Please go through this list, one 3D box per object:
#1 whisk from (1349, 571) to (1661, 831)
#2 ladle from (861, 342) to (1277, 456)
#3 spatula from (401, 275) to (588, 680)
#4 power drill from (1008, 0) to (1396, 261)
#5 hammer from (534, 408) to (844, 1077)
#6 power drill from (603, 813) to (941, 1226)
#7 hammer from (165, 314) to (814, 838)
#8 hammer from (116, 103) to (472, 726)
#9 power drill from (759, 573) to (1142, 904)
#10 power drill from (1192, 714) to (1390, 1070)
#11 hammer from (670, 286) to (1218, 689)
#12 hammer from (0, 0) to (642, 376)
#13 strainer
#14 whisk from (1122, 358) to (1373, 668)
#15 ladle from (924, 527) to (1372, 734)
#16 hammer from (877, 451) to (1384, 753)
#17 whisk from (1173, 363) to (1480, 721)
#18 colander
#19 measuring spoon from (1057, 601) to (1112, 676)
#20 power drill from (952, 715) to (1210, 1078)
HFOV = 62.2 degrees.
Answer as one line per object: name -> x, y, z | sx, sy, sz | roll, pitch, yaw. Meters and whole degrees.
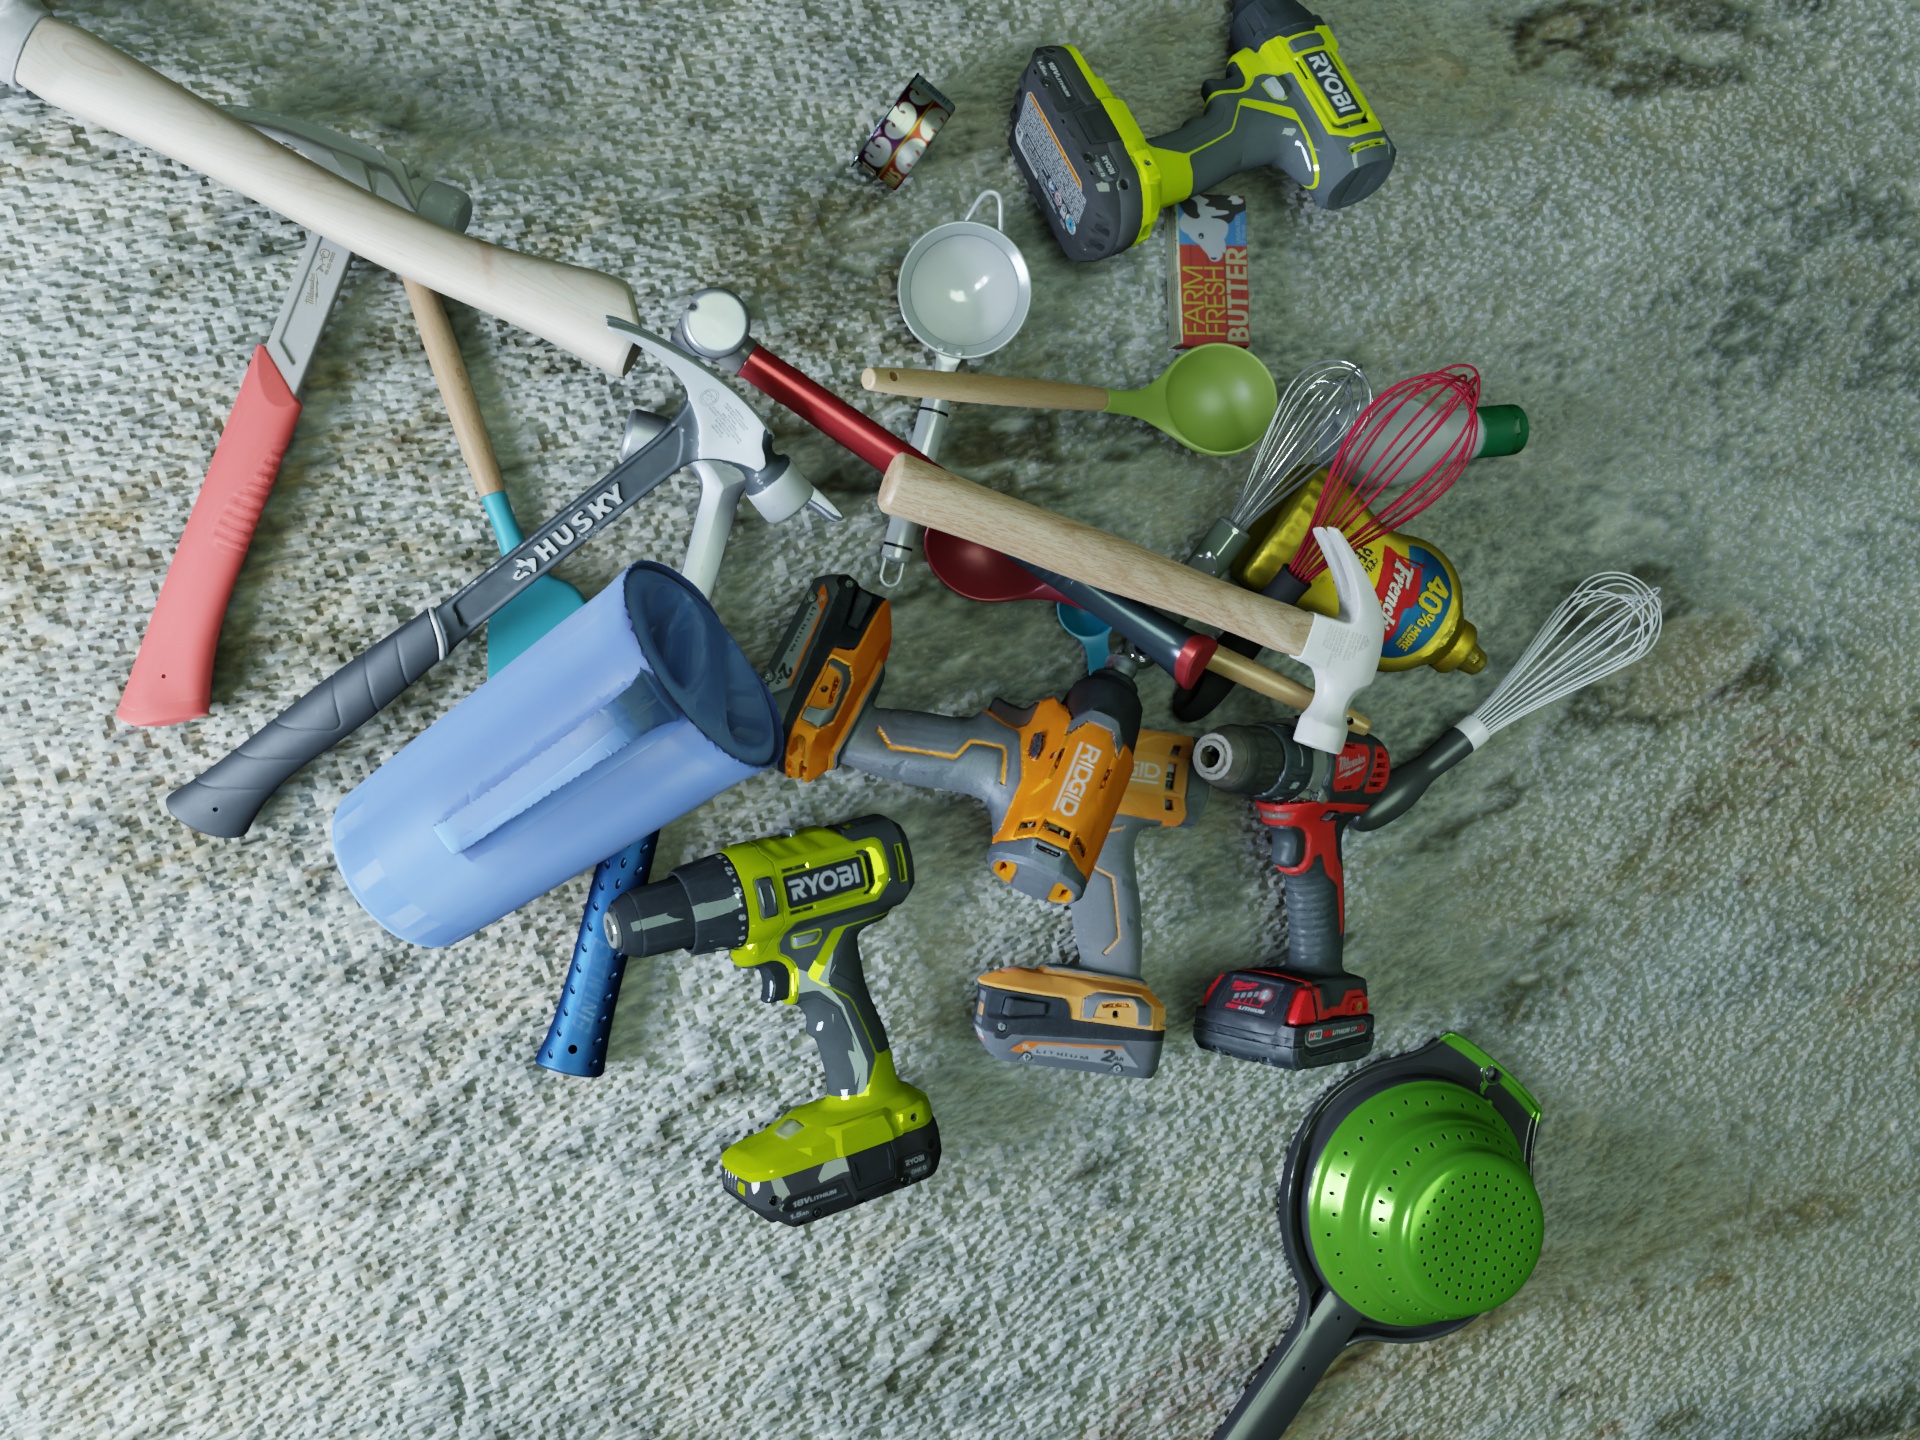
whisk -> 0.389, -0.010, 1.137 | 0.284, 0.070, 0.070 | -37, 100, -6
ladle -> 0.077, -0.206, 0.988 | 0.320, 0.062, 0.078 | -5, 81, -40
spatula -> -0.290, -0.162, 0.956 | 0.082, 0.044, 0.317 | -19, 95, -1
power drill -> 0.153, -0.398, 1.043 | 0.223, 0.080, 0.171 | -21, 75, -16
hammer -> -0.186, 0.020, 0.991 | 0.144, 0.035, 0.405 | 15, 87, -14
power drill -> -0.109, 0.184, 0.981 | 0.190, 0.080, 0.228 | -13, 94, -28
hammer -> -0.288, -0.065, 0.910 | 0.409, 0.036, 0.149 | -37, 118, 4
hammer -> -0.416, -0.169, 0.921 | 0.149, 0.037, 0.359 | 21, 88, -4
power drill -> -0.002, -0.003, 0.981 | 0.226, 0.084, 0.164 | 24, 67, 4
power drill -> 0.210, 0.108, 1.043 | 0.187, 0.080, 0.227 | 6, 89, -47
hammer -> -0.006, -0.136, 0.982 | 0.386, 0.143, 0.038 | 33, 90, -14
hammer -> -0.374, -0.289, 0.891 | 0.410, 0.038, 0.146 | 26, 89, -4
strainer -> -0.016, -0.212, 1.031 | 0.087, 0.050, 0.258 | 15, 93, -8
whisk -> 0.186, -0.134, 1.052 | 0.058, 0.059, 0.246 | 38, 103, 8
ladle -> 0.123, -0.062, 1.038 | 0.315, 0.031, 0.069 | 25, 108, 2
hammer -> 0.109, -0.089, 0.944 | 0.331, 0.031, 0.130 | 18, 91, -18
whisk -> 0.230, -0.108, 1.027 | 0.073, 0.073, 0.295 | 30, 117, -14
colander -> 0.284, 0.407, 1.093 | 0.204, 0.094, 0.397 | 40, 81, -12
measuring spoon -> 0.095, -0.036, 1.077 | 0.042, 0.021, 0.128 | -12, 104, 6
power drill -> 0.059, 0.107, 1.037 | 0.185, 0.084, 0.226 | 9, 85, -8
